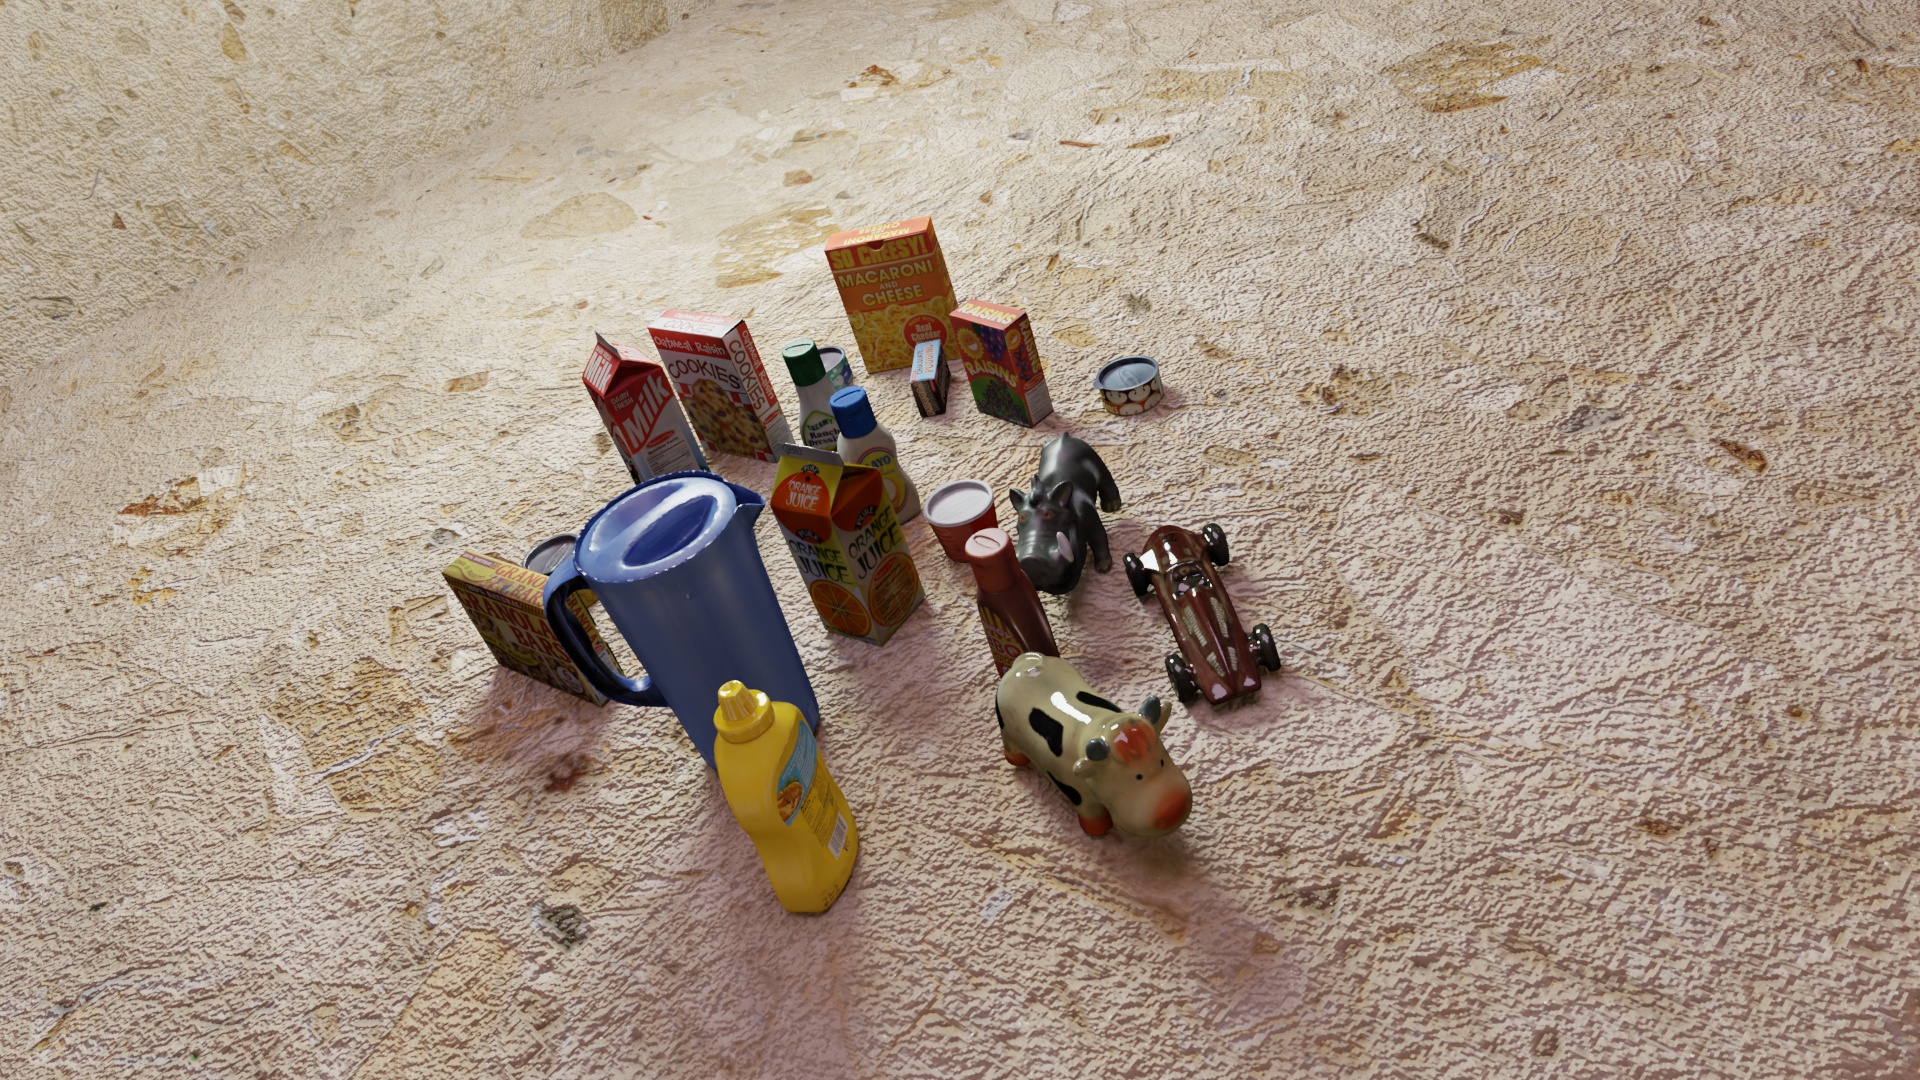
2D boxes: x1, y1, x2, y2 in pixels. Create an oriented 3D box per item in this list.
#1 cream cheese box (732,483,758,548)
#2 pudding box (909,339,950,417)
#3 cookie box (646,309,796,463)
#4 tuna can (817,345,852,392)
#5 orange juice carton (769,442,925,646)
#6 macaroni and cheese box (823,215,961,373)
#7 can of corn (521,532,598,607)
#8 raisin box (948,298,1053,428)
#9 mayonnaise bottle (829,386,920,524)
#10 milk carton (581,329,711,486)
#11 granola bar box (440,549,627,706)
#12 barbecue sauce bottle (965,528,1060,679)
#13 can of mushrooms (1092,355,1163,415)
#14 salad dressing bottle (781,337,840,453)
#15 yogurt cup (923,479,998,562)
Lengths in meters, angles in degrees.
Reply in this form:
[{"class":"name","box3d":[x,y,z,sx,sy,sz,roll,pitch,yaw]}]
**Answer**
[{"class":"cream cheese box","box3d":[-0.223,-0.008,1.398,0.024,0.053,0.104,-21,36,-2]},{"class":"pudding box","box3d":[-0.033,-0.181,1.544,0.030,0.049,0.084,-10,37,12]},{"class":"cookie box","box3d":[-0.263,-0.171,1.534,0.123,0.166,0.040,13,46,36]},{"class":"tuna can","box3d":[-0.163,-0.198,1.639,0.071,0.032,0.071,-12,36,9]},{"class":"orange juice carton","box3d":[-0.103,-0.005,1.222,0.072,0.191,0.073,12,46,36]},{"class":"macaroni and cheese box","box3d":[-0.071,-0.279,1.590,0.123,0.165,0.040,-8,37,15]},{"class":"can of corn","box3d":[-0.402,0.035,1.417,0.071,0.058,0.071,-12,36,9]},{"class":"raisin box","box3d":[0.044,-0.186,1.453,0.040,0.122,0.086,-39,40,-26]},{"class":"mayonnaise bottle","box3d":[-0.088,-0.079,1.350,0.065,0.147,0.041,-26,36,-9]},{"class":"milk carton","box3d":[-0.347,-0.138,1.508,0.074,0.189,0.072,-33,38,-18]},{"class":"granola bar box","box3d":[-0.399,0.080,1.300,0.165,0.123,0.039,13,47,37]},{"class":"barbecue sauce bottle","box3d":[0.041,0.057,1.113,0.044,0.147,0.065,-39,40,-25]},{"class":"can of mushrooms","box3d":[0.173,-0.160,1.438,0.071,0.033,0.071,-12,36,9]},{"class":"salad dressing bottle","box3d":[-0.147,-0.142,1.460,0.064,0.147,0.044,-9,37,14]},{"class":"yogurt cup","box3d":[0.005,-0.016,1.306,0.072,0.053,0.073,-12,36,9]}]
